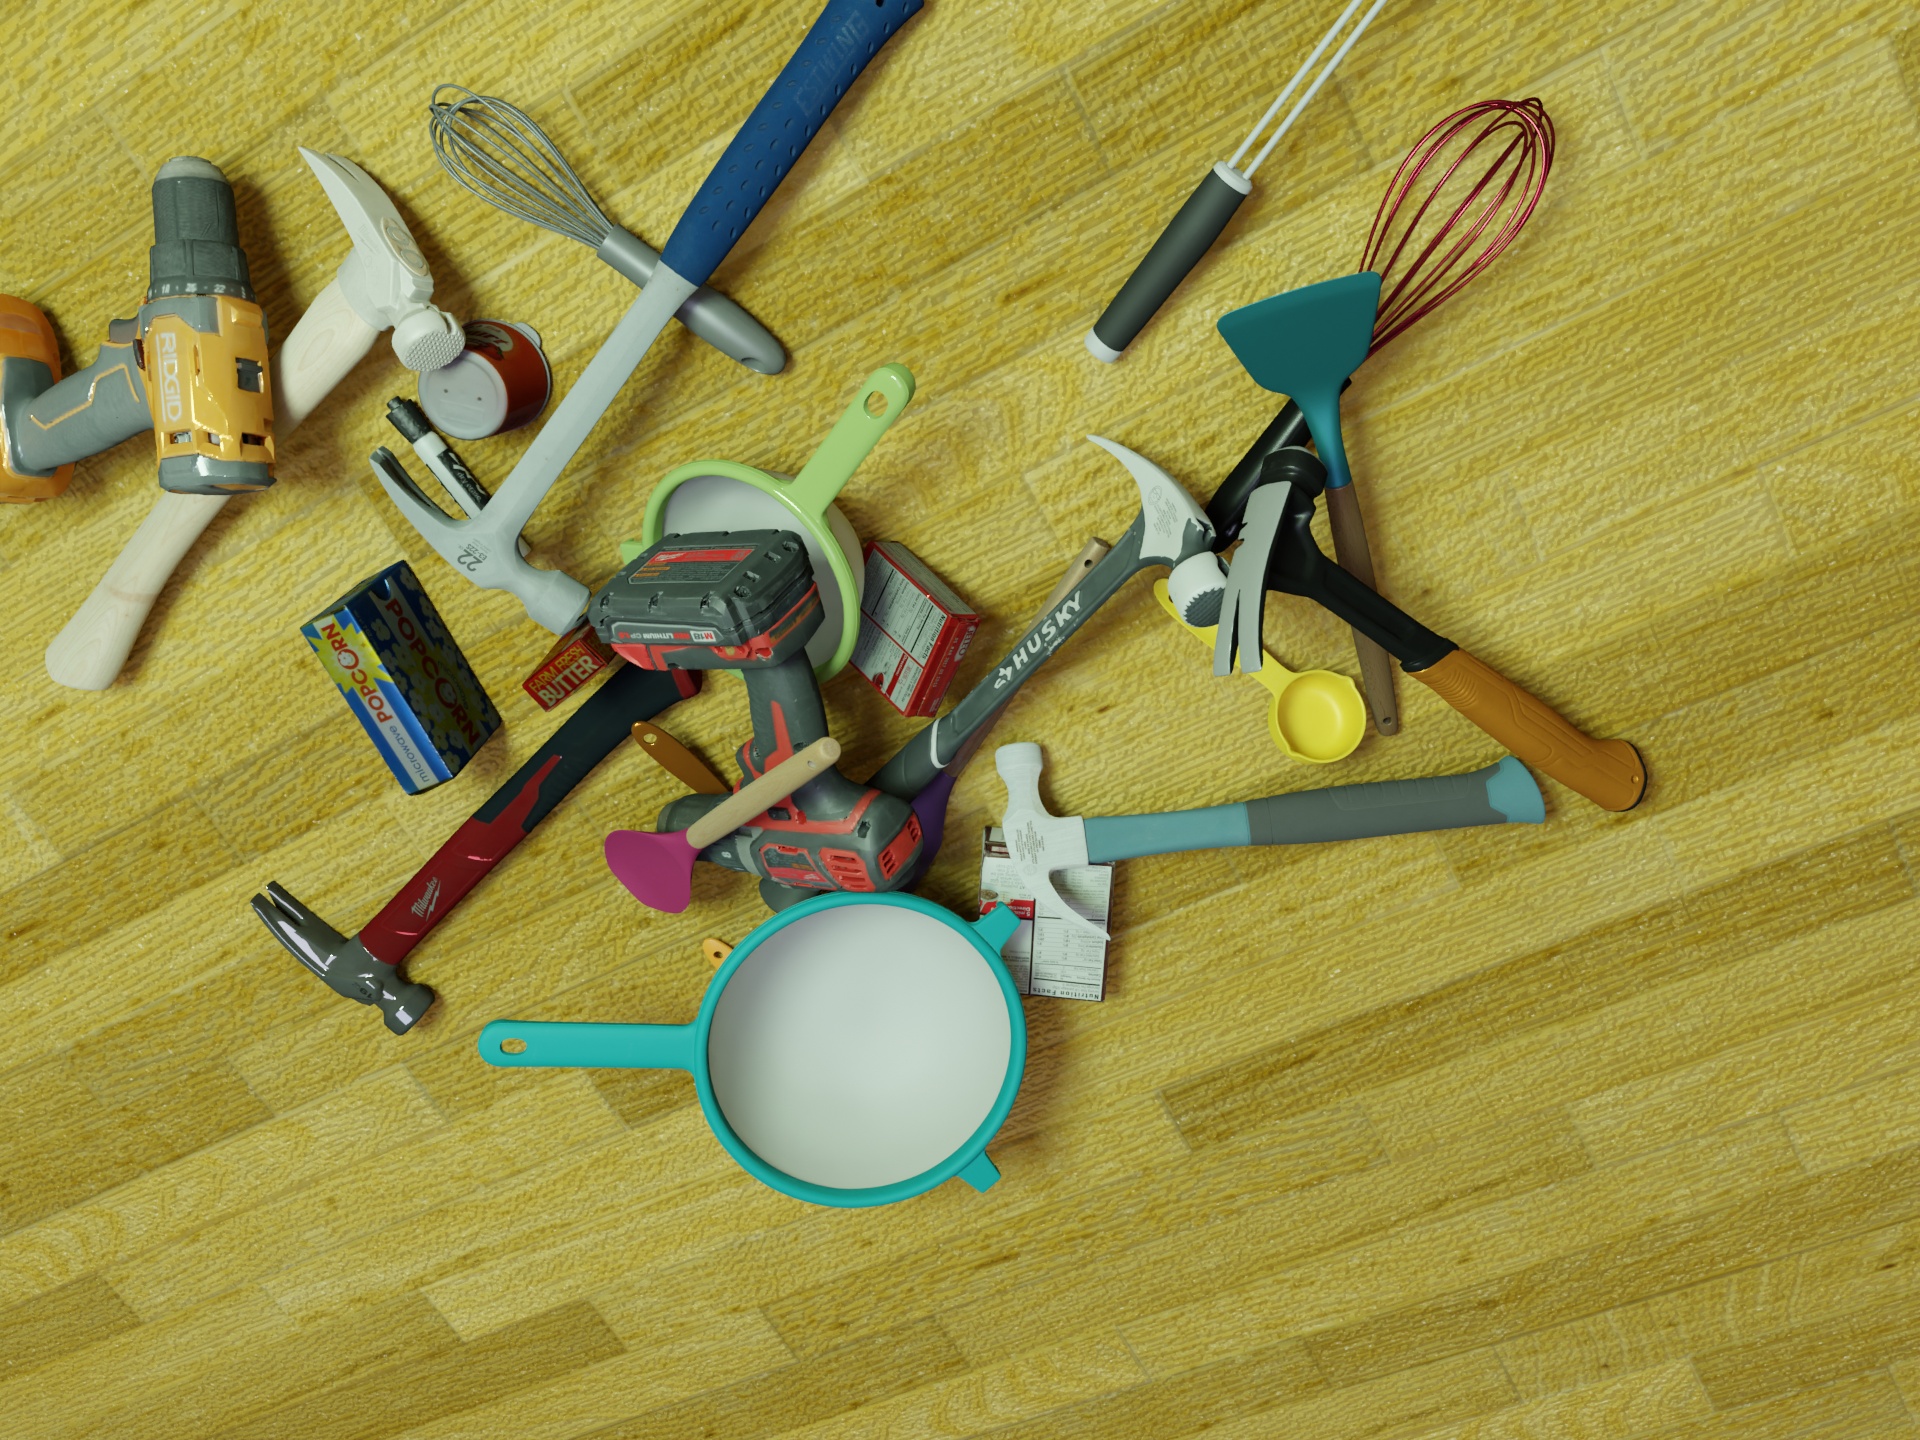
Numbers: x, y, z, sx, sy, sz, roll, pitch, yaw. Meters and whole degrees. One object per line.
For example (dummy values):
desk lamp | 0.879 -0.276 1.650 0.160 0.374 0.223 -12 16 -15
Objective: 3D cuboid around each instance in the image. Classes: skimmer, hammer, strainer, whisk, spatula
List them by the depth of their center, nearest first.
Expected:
skimmer | 0.184 -0.340 0.830 0.127 0.090 0.363 34 124 -9
whisk | 0.216 -0.208 0.872 0.073 0.073 0.295 30 120 -7
hammer | -0.166 -0.241 0.873 0.144 0.035 0.405 35 104 -19
spatula | 0.215 -0.106 0.888 0.082 0.044 0.317 -14 126 12
hammer | 0.276 -0.018 0.890 0.336 0.127 0.034 28 160 -29
whisk | -0.197 -0.273 0.898 0.239 0.055 0.055 35 114 -14
strainer | -0.084 -0.124 0.911 0.151 0.069 0.256 44 134 -2
hammer | -0.457 -0.159 0.972 0.410 0.038 0.146 -38 77 26
hammer | -0.002 -0.003 0.972 0.036 0.149 0.409 17 131 -39
hammer | 0.192 0.061 0.990 0.331 0.033 0.128 -7 79 4
spatula | 0.003 0.011 1.017 0.059 0.018 0.315 31 115 -6
strainer | -0.131 0.198 1.030 0.340 0.095 0.211 2 100 -8
hammer | -0.318 0.058 1.067 0.143 0.038 0.386 44 112 -11

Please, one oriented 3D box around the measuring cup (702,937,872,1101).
measuring cup | -0.125 0.225 1.110 0.095 0.052 0.173 -34 108 20

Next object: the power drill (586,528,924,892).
power drill | -0.134 0.005 0.942 0.188 0.080 0.226 2 126 33

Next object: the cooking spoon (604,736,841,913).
cooking spoon | -0.144 0.062 0.932 0.068 0.017 0.319 49 145 -7

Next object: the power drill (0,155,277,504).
power drill | -0.498 -0.216 0.916 0.226 0.084 0.185 -2 93 19

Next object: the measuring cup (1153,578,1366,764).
measuring cup | 0.178 -0.032 0.972 0.156 0.029 0.062 40 79 3

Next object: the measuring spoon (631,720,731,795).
measuring spoon | -0.172 0.038 1.033 0.021 0.011 0.116 -35 126 13
